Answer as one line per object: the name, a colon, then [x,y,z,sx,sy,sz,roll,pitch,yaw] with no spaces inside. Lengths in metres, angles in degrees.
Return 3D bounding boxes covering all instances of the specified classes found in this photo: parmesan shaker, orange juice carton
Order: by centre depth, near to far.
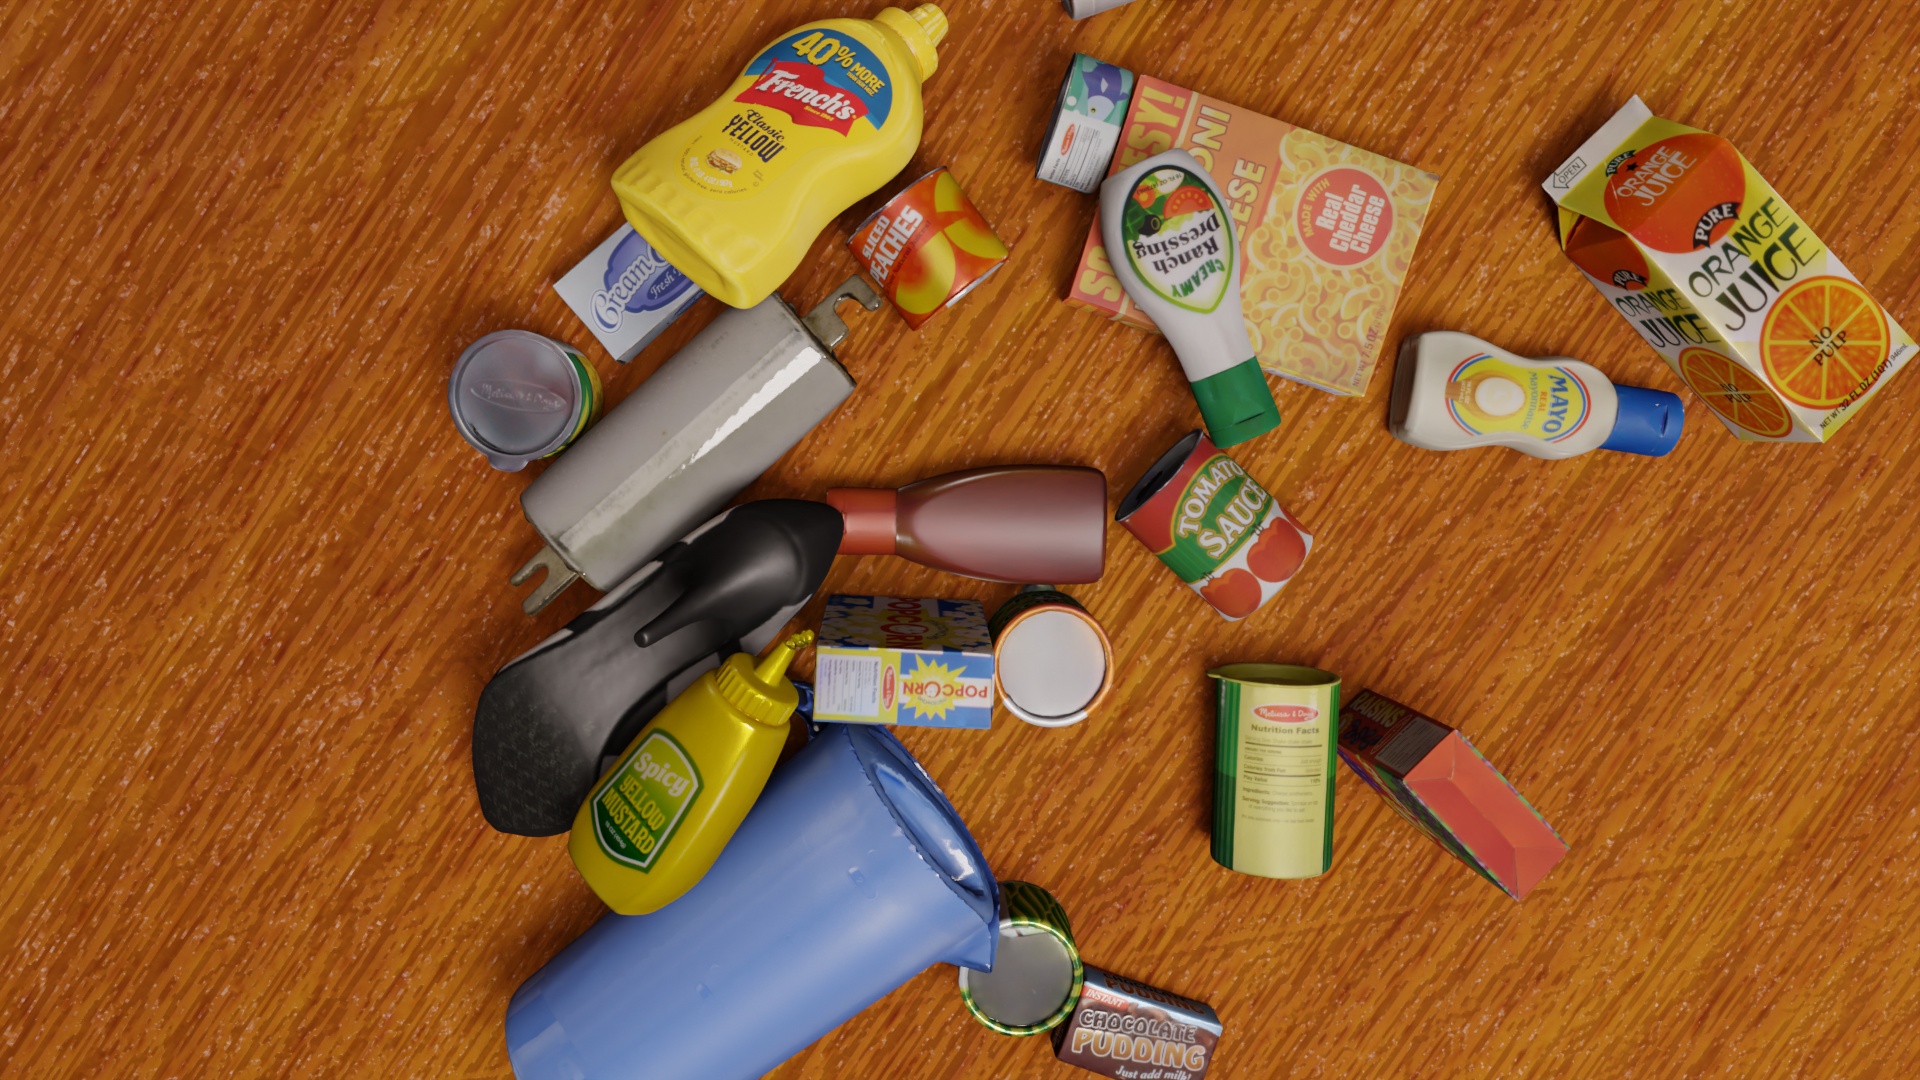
orange juice carton: [0.397,-0.143,0.736,0.072,0.073,0.192,-45,94,1]
parmesan shaker: [0.166,0.122,0.749,0.071,0.071,0.103,1,95,-3]

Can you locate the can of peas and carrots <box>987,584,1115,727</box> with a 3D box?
can of peas and carrots: [0.047,0.060,0.742,0.071,0.059,0.071,0,94,-3]

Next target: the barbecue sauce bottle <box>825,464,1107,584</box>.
barbecue sauce bottle: [0.003,-0.009,0.743,0.149,0.044,0.064,1,94,-2]

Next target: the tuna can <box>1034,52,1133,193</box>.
tuna can: [0.064,-0.217,0.722,0.033,0.071,0.071,17,93,-5]

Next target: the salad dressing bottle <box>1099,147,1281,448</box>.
salad dressing bottle: [0.118,-0.120,0.699,0.064,0.044,0.147,-24,97,-1]

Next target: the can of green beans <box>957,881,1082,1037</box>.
can of green beans: [0.031,0.226,0.753,0.071,0.058,0.071,0,94,-2]

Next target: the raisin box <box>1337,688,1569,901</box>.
raisin box: [0.247,0.128,0.723,0.086,0.123,0.040,45,90,-5]

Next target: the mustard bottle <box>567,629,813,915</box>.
mustard bottle: [-0.120,0.101,0.652,0.065,0.049,0.160,42,102,24]

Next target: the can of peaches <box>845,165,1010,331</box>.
can of peaches: [-0.017,-0.150,0.719,0.071,0.071,0.058,-38,96,1]

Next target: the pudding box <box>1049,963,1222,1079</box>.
pudding box: [0.098,0.274,0.774,0.084,0.030,0.049,20,92,-4]

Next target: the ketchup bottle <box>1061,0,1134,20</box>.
ketchup bottle: [0.124,-0.313,0.727,0.149,0.043,0.064,-18,94,-1]

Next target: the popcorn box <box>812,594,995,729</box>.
popcorn box: [-0.029,0.059,0.705,0.085,0.127,0.038,4,99,-3]

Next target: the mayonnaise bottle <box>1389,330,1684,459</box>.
mayonnaise bottle: [0.312,-0.074,0.753,0.148,0.041,0.064,8,92,-2]

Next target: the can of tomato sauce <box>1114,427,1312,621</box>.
can of tomato sauce: [0.135,-0.008,0.736,0.083,0.071,0.071,42,92,-5]

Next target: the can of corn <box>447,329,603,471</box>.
can of corn: [-0.224,-0.072,0.721,0.071,0.058,0.071,0,94,-3]

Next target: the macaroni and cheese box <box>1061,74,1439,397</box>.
macaroni and cheese box: [0.152,-0.159,0.741,0.166,0.040,0.123,18,94,-4]

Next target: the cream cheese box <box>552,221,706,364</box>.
cream cheese box: [-0.159,-0.147,0.736,0.104,0.024,0.053,-41,93,1]
